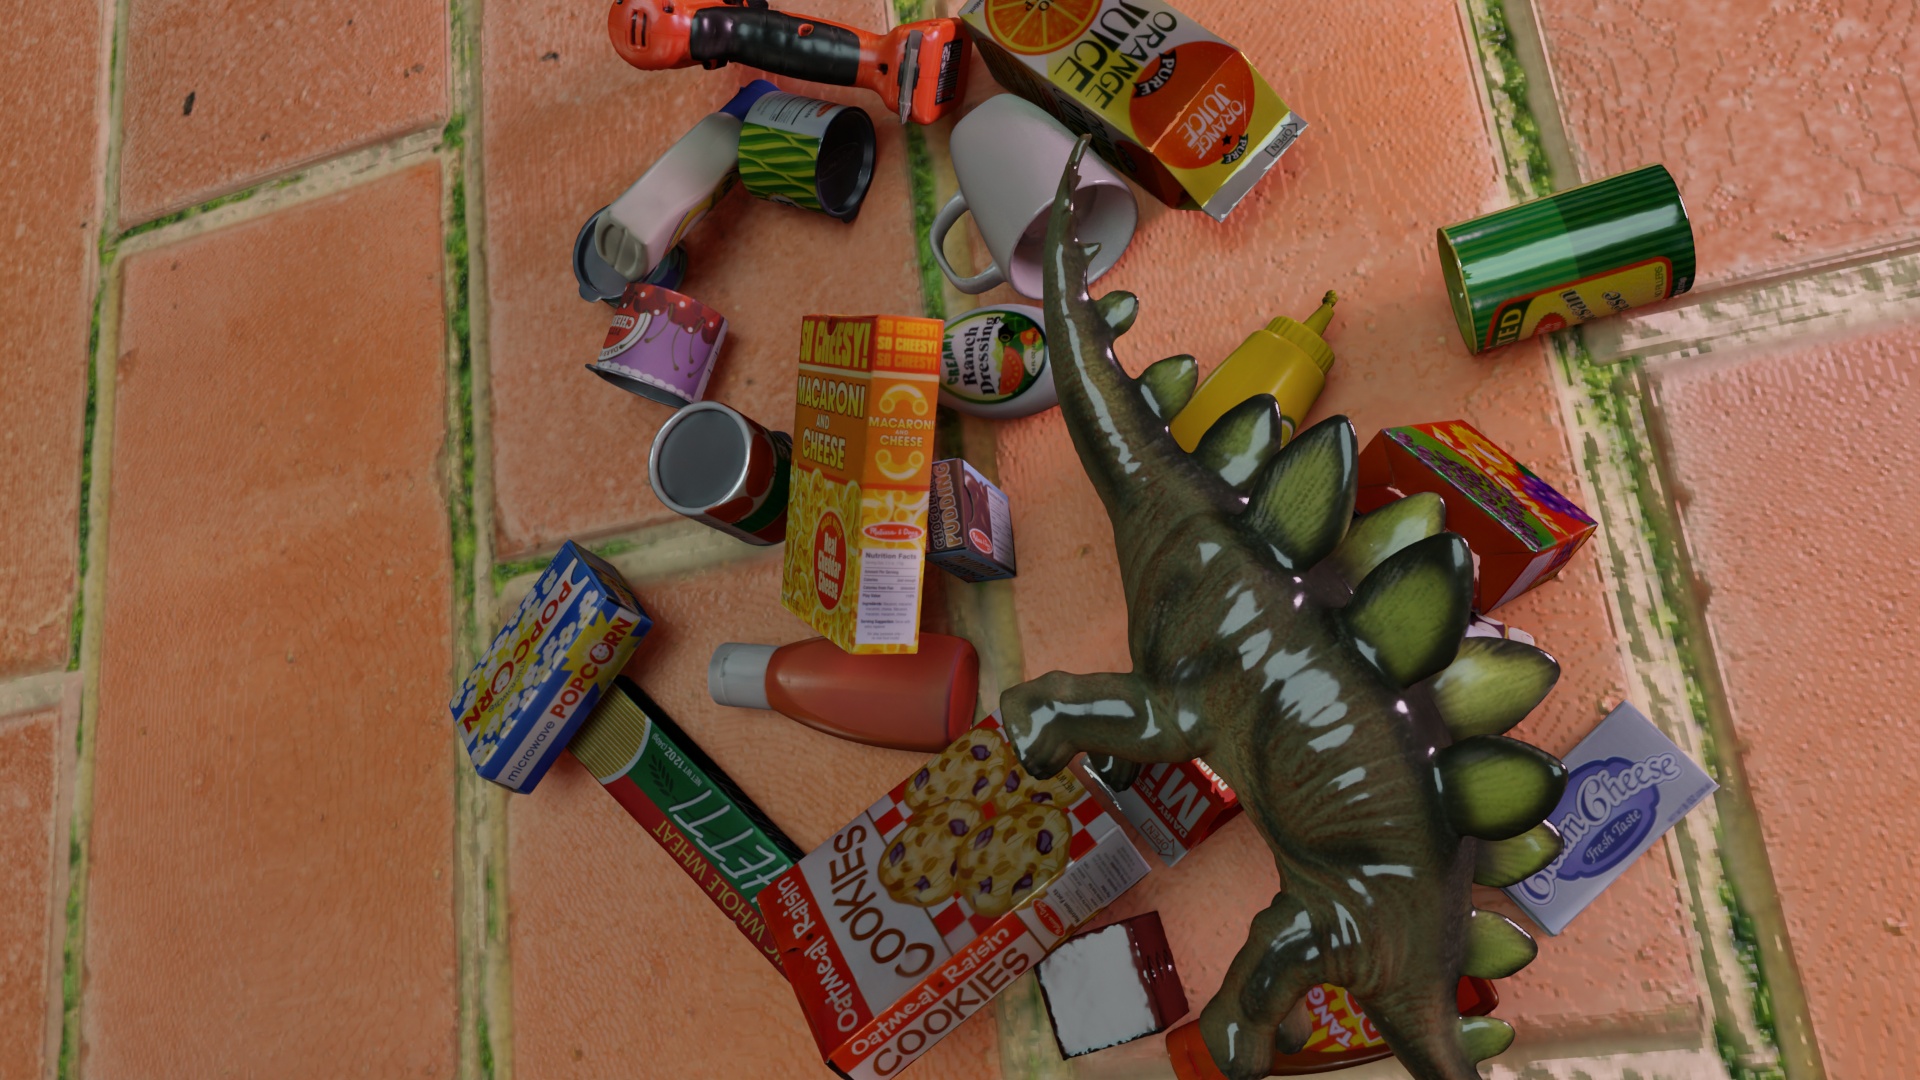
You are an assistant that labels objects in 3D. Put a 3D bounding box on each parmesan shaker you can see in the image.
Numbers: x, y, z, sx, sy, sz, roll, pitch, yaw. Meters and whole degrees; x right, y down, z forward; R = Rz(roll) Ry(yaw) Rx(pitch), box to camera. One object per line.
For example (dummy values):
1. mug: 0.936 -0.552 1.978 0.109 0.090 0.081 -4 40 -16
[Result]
1. parmesan shaker: 0.293 -0.138 0.677 0.103 0.071 0.071 -16 73 15

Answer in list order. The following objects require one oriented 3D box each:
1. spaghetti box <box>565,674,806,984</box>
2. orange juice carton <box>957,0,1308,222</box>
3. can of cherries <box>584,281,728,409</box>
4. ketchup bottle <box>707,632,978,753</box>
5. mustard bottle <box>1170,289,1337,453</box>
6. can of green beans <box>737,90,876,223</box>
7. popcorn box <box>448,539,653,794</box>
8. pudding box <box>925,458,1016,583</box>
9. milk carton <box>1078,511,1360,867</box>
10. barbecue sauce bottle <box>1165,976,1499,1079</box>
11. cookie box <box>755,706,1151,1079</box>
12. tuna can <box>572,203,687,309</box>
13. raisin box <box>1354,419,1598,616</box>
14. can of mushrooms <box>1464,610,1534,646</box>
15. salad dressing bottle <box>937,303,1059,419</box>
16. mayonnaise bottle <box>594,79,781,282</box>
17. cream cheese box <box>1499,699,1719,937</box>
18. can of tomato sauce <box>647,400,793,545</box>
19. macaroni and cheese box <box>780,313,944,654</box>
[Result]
1. spaghetti box: -0.131 0.169 0.776 0.250 0.028 0.050 39 93 23
2. orange juice carton: 0.096 -0.254 0.773 0.193 0.073 0.072 43 93 22
3. can of cherries: -0.183 -0.118 0.839 0.071 0.071 0.058 17 84 22
4. ketchup bottle: -0.067 0.079 0.767 0.149 0.043 0.065 3 71 20
5. mustard bottle: 0.148 -0.066 0.717 0.049 0.065 0.160 36 87 27
6. can of green beans: -0.092 -0.233 0.837 0.058 0.071 0.071 19 84 23
7. popcorn box: -0.242 0.073 0.813 0.126 0.038 0.085 -54 37 1
8. pudding box: 0.003 -0.009 0.742 0.030 0.083 0.050 -9 75 17
9. milk carton: 0.148 0.069 0.678 0.190 0.073 0.072 -44 68 5
10. barbecue sauce bottle: 0.170 0.219 0.651 0.148 0.043 0.065 -29 72 11
11. cookie box: -0.009 0.167 0.676 0.167 0.040 0.123 -37 32 -5
12. tuna can: -0.211 -0.177 0.883 0.071 0.033 0.071 -4 76 18
13. raisin box: 0.235 -0.014 0.639 0.086 0.124 0.040 44 119 23
14. can of mushrooms: 0.239 0.068 0.651 0.033 0.071 0.071 24 86 12
15. salad dressing bottle: -0.009 -0.099 0.788 0.147 0.044 0.064 -1 85 21
16. mayonnaise bottle: -0.159 -0.223 0.843 0.041 0.064 0.149 41 65 -6
17. cream cheese box: 0.290 0.128 0.641 0.103 0.024 0.053 -45 67 5
18. can of tomato sauce: -0.128 -0.039 0.795 0.071 0.083 0.071 -4 77 19
19. macaroni and cheese box: -0.055 -0.035 0.728 0.040 0.124 0.166 2 97 -24
